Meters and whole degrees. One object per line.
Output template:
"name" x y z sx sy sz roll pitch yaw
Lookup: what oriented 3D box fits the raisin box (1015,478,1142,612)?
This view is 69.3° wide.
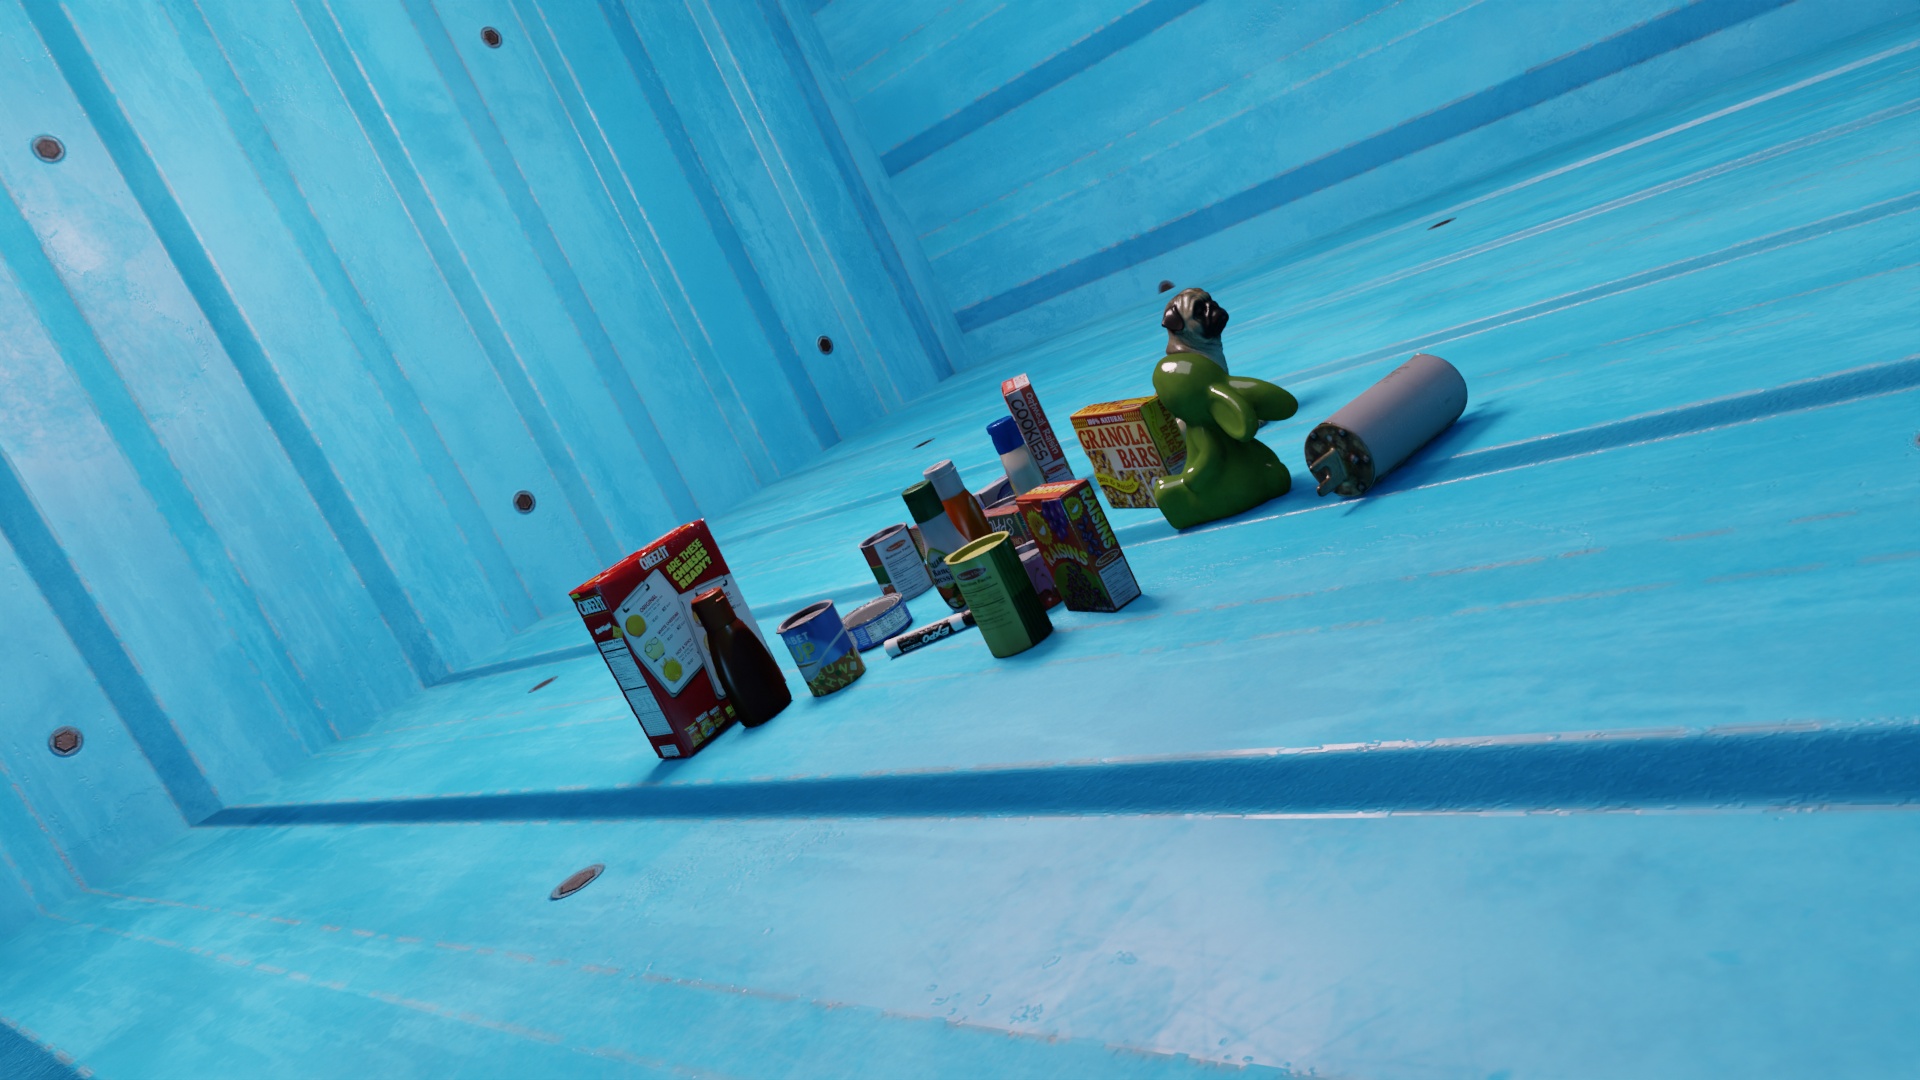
"raisin box" 0.110 0.006 1.315 0.040 0.123 0.086 -31 12 -24

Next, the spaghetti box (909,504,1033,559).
"spaghetti box" 0.017 -0.009 1.767 0.029 0.050 0.249 -33 13 -31

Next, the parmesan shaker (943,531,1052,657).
"parmesan shaker" 0.036 0.052 1.322 0.071 0.103 0.071 -25 11 5

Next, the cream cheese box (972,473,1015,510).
"cream cheese box" 0.067 -0.062 1.884 0.104 0.053 0.024 -33 13 -31

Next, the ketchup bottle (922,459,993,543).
"ketchup bottle" 0.006 -0.020 1.591 0.043 0.148 0.065 -20 12 27

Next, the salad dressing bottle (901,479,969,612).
"salad dressing bottle" -0.018 0.006 1.531 0.064 0.147 0.044 -15 16 44

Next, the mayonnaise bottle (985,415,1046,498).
"mayonnaise bottle" 0.078 -0.080 1.704 0.041 0.148 0.065 -25 11 6

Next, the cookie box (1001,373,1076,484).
"cookie box" 0.105 -0.133 1.831 0.040 0.167 0.123 -25 11 5

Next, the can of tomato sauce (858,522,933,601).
"can of tomato sauce" -0.079 0.029 1.721 0.071 0.083 0.071 -25 11 5

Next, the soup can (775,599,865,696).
"soup can" -0.150 0.116 1.484 0.071 0.083 0.071 -25 11 5

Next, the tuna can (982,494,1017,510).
"tuna can" 0.057 -0.031 1.823 0.071 0.032 0.071 -25 11 5

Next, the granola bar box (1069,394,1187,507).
"granola bar box" 0.200 -0.099 1.586 0.039 0.124 0.165 -30 12 -20

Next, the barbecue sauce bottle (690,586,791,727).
"barbecue sauce bottle" -0.238 0.122 1.486 0.043 0.148 0.065 -16 15 42

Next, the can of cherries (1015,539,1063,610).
"can of cherries" 0.073 0.038 1.417 0.071 0.058 0.071 -25 11 5
